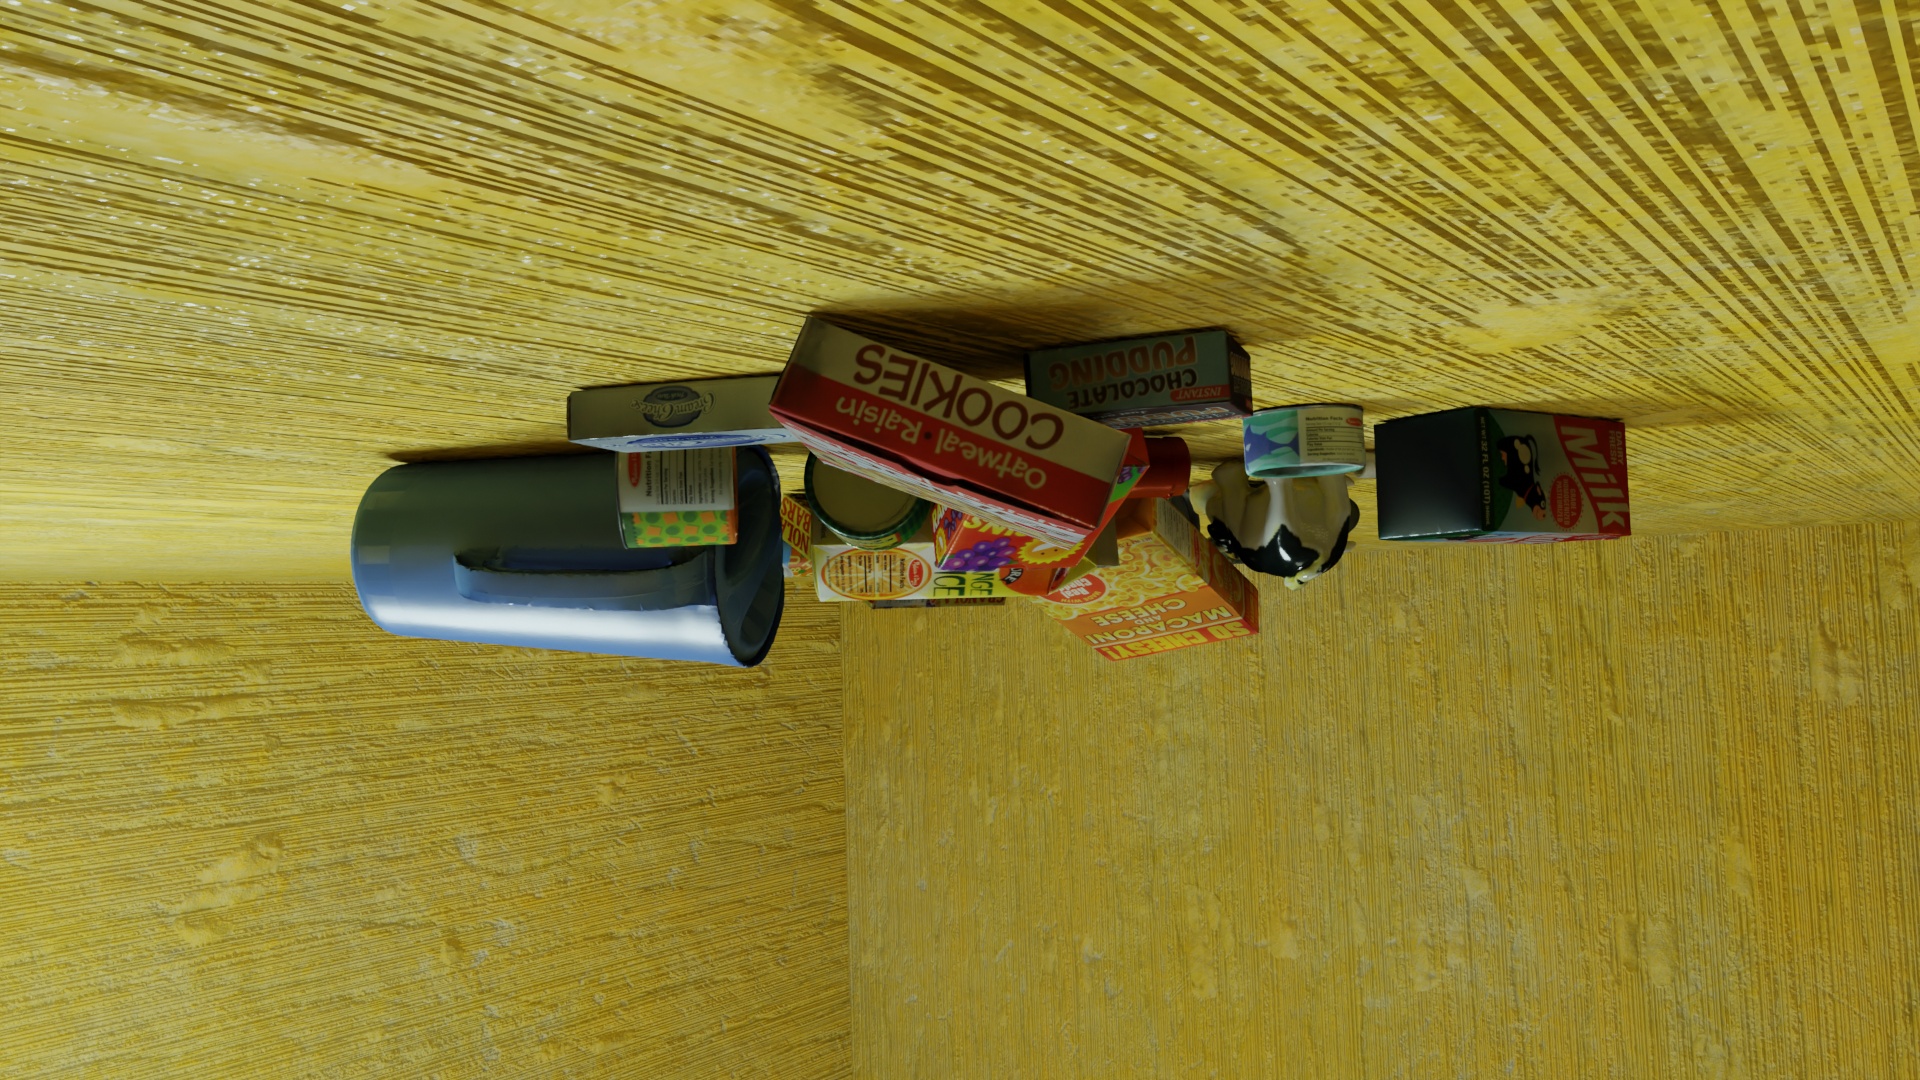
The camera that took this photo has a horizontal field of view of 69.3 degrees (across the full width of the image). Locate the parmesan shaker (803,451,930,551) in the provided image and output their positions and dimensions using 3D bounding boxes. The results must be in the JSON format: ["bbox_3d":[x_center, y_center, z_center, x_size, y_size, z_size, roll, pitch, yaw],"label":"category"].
[{"bbox_3d":[-0.053,-0.031,0.776,0.071,0.071,0.103,-2,176,0],"label":"parmesan shaker"}]

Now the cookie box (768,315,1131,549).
[{"bbox_3d":[-0.002,-0.036,0.561,0.123,0.040,0.167,20,178,2],"label":"cookie box"}]

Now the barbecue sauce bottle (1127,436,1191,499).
[{"bbox_3d":[0.061,-0.042,0.825,0.149,0.043,0.064,-2,173,-13],"label":"barbecue sauce bottle"}]

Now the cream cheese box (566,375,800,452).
[{"bbox_3d":[-0.119,-0.057,0.631,0.104,0.024,0.053,-2,178,14],"label":"cream cheese box"}]

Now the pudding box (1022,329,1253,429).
[{"bbox_3d":[0.073,-0.064,0.564,0.083,0.030,0.050,-3,177,21],"label":"pudding box"}]

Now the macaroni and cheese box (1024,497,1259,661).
[{"bbox_3d":[0.119,0.027,0.971,0.123,0.040,0.166,-15,146,31],"label":"macaroni and cheese box"}]

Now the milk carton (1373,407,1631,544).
[{"bbox_3d":[0.343,-0.036,0.844,0.191,0.072,0.073,0,176,-34],"label":"milk carton"}]

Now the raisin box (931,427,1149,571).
[{"bbox_3d":[0.040,-0.026,0.750,0.086,0.040,0.122,-1,154,-16],"label":"raisin box"}]

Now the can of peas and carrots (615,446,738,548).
[{"bbox_3d":[-0.147,-0.029,0.726,0.059,0.071,0.071,-2,176,-7],"label":"can of peas and carrots"}]

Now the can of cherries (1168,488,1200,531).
[{"bbox_3d":[0.168,-0.014,1.199,0.058,0.071,0.071,-4,176,34],"label":"can of cherries"}]

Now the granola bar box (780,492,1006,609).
[{"bbox_3d":[-0.055,0.005,1.105,0.124,0.039,0.166,1,-161,-35],"label":"granola bar box"}]

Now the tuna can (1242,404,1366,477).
[{"bbox_3d":[0.189,-0.054,0.773,0.071,0.033,0.071,-2,176,0],"label":"tuna can"}]

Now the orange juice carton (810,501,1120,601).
[{"bbox_3d":[0.003,-0.011,0.881,0.193,0.072,0.072,-2,149,-3],"label":"orange juice carton"}]

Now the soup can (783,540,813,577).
[{"bbox_3d":[-0.174,0.004,1.252,0.084,0.071,0.071,0,176,-26],"label":"soup can"}]
